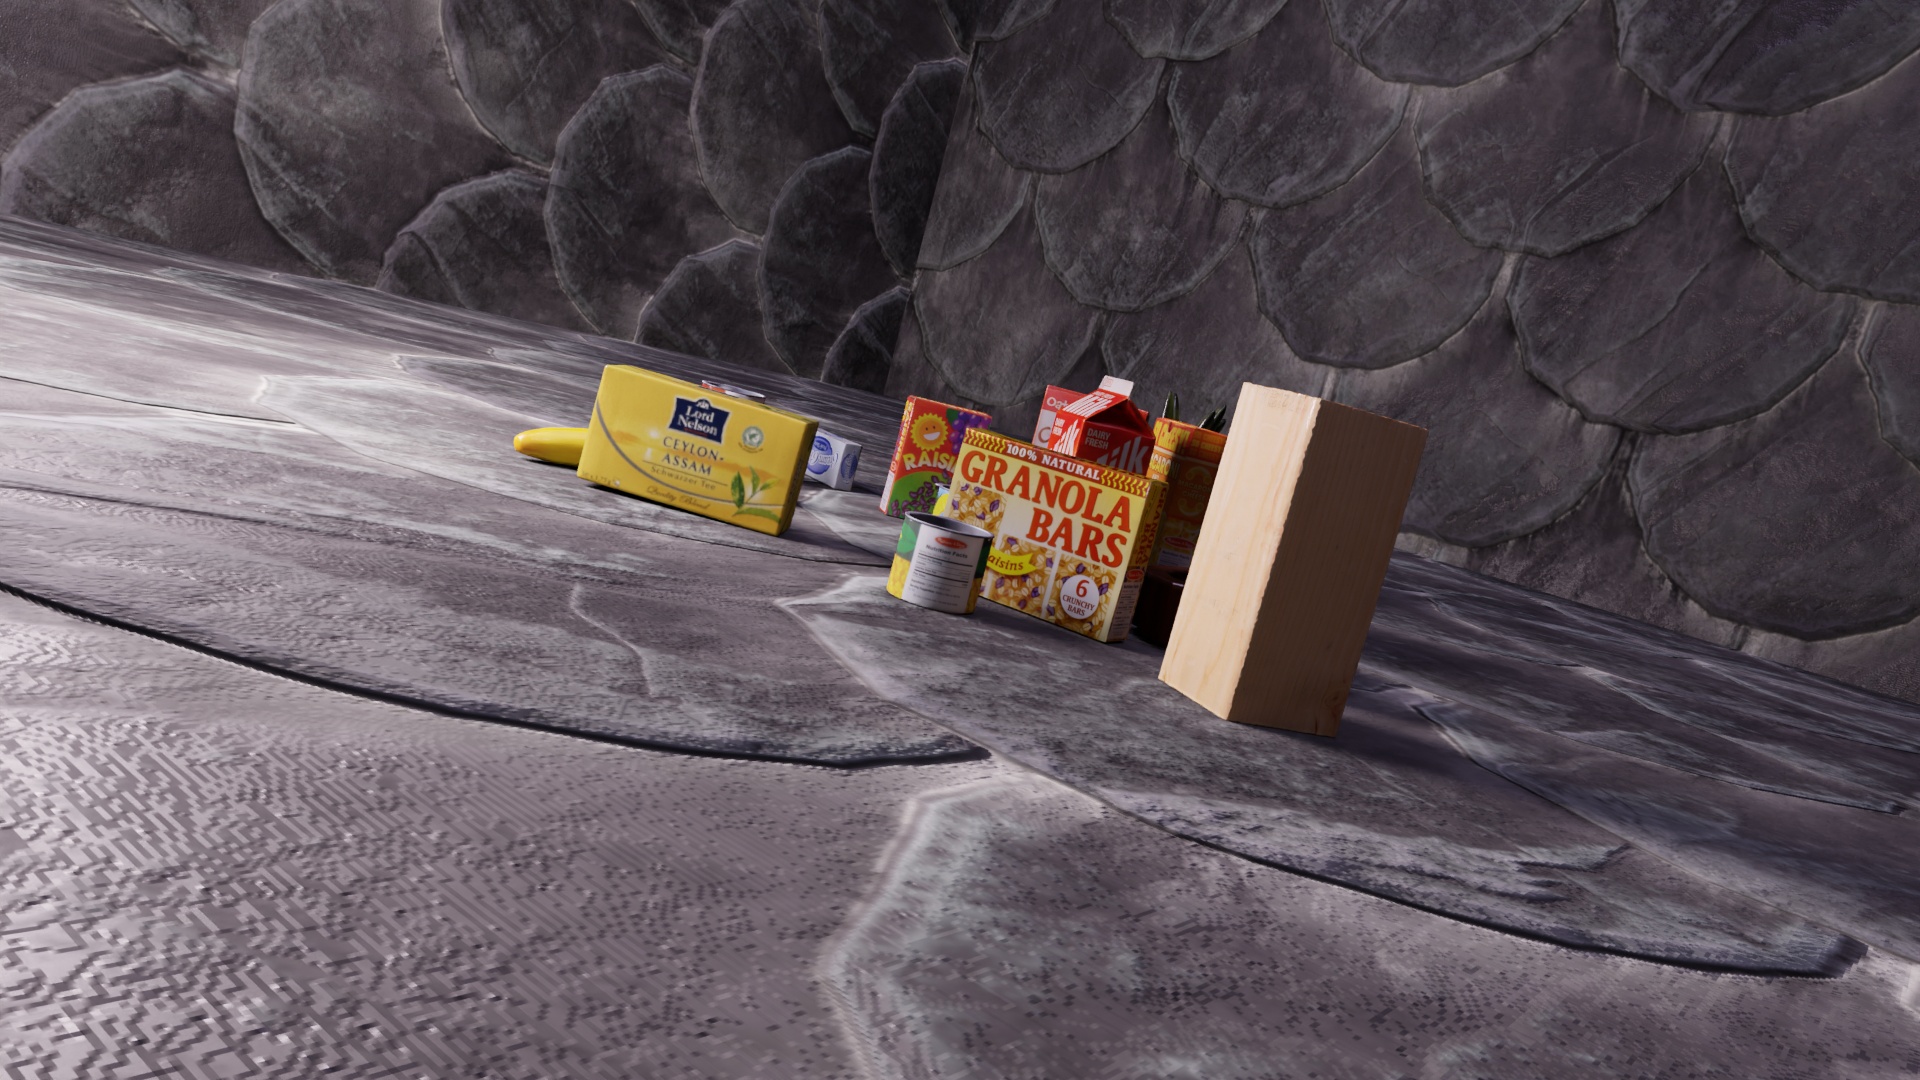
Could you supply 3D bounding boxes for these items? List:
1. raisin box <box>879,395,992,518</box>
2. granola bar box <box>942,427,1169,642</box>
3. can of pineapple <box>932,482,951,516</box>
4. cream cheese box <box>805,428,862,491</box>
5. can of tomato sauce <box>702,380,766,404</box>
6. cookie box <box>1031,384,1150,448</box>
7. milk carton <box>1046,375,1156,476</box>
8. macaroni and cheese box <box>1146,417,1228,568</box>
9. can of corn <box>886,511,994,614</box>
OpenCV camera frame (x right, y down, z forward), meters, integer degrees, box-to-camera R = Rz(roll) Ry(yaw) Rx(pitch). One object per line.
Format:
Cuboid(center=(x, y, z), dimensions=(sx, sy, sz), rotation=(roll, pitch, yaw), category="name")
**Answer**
Cuboid(center=(-0.025, -0.079, 1.420), dimensions=(0.086, 0.123, 0.040), rotation=(13, 7, -13), category="raisin box")
Cuboid(center=(0.065, -0.006, 1.057), dimensions=(0.166, 0.124, 0.039), rotation=(19, 8, 32), category="granola bar box")
Cuboid(center=(0.005, -0.016, 1.265), dimensions=(0.071, 0.057, 0.071), rotation=(15, 7, -2), category="can of pineapple")
Cuboid(center=(-0.148, -0.092, 1.545), dimensions=(0.024, 0.053, 0.104), rotation=(10, 9, -35), category="cream cheese box")
Cuboid(center=(-0.243, -0.116, 1.429), dimensions=(0.071, 0.083, 0.071), rotation=(15, 7, -2), category="can of tomato sauce")
Cuboid(center=(0.141, -0.086, 1.626), dimensions=(0.123, 0.167, 0.040), rotation=(16, 7, 9), category="cookie box")
Cuboid(center=(0.115, -0.051, 1.233), dimensions=(0.073, 0.190, 0.072), rotation=(13, 7, -18), category="milk carton")
Cuboid(center=(0.196, -0.029, 1.319), dimensions=(0.040, 0.166, 0.124), rotation=(14, 7, -10), category="macaroni and cheese box")
Cuboid(center=(-0.015, 0.015, 0.994), dimensions=(0.071, 0.058, 0.071), rotation=(15, 7, -2), category="can of corn")
